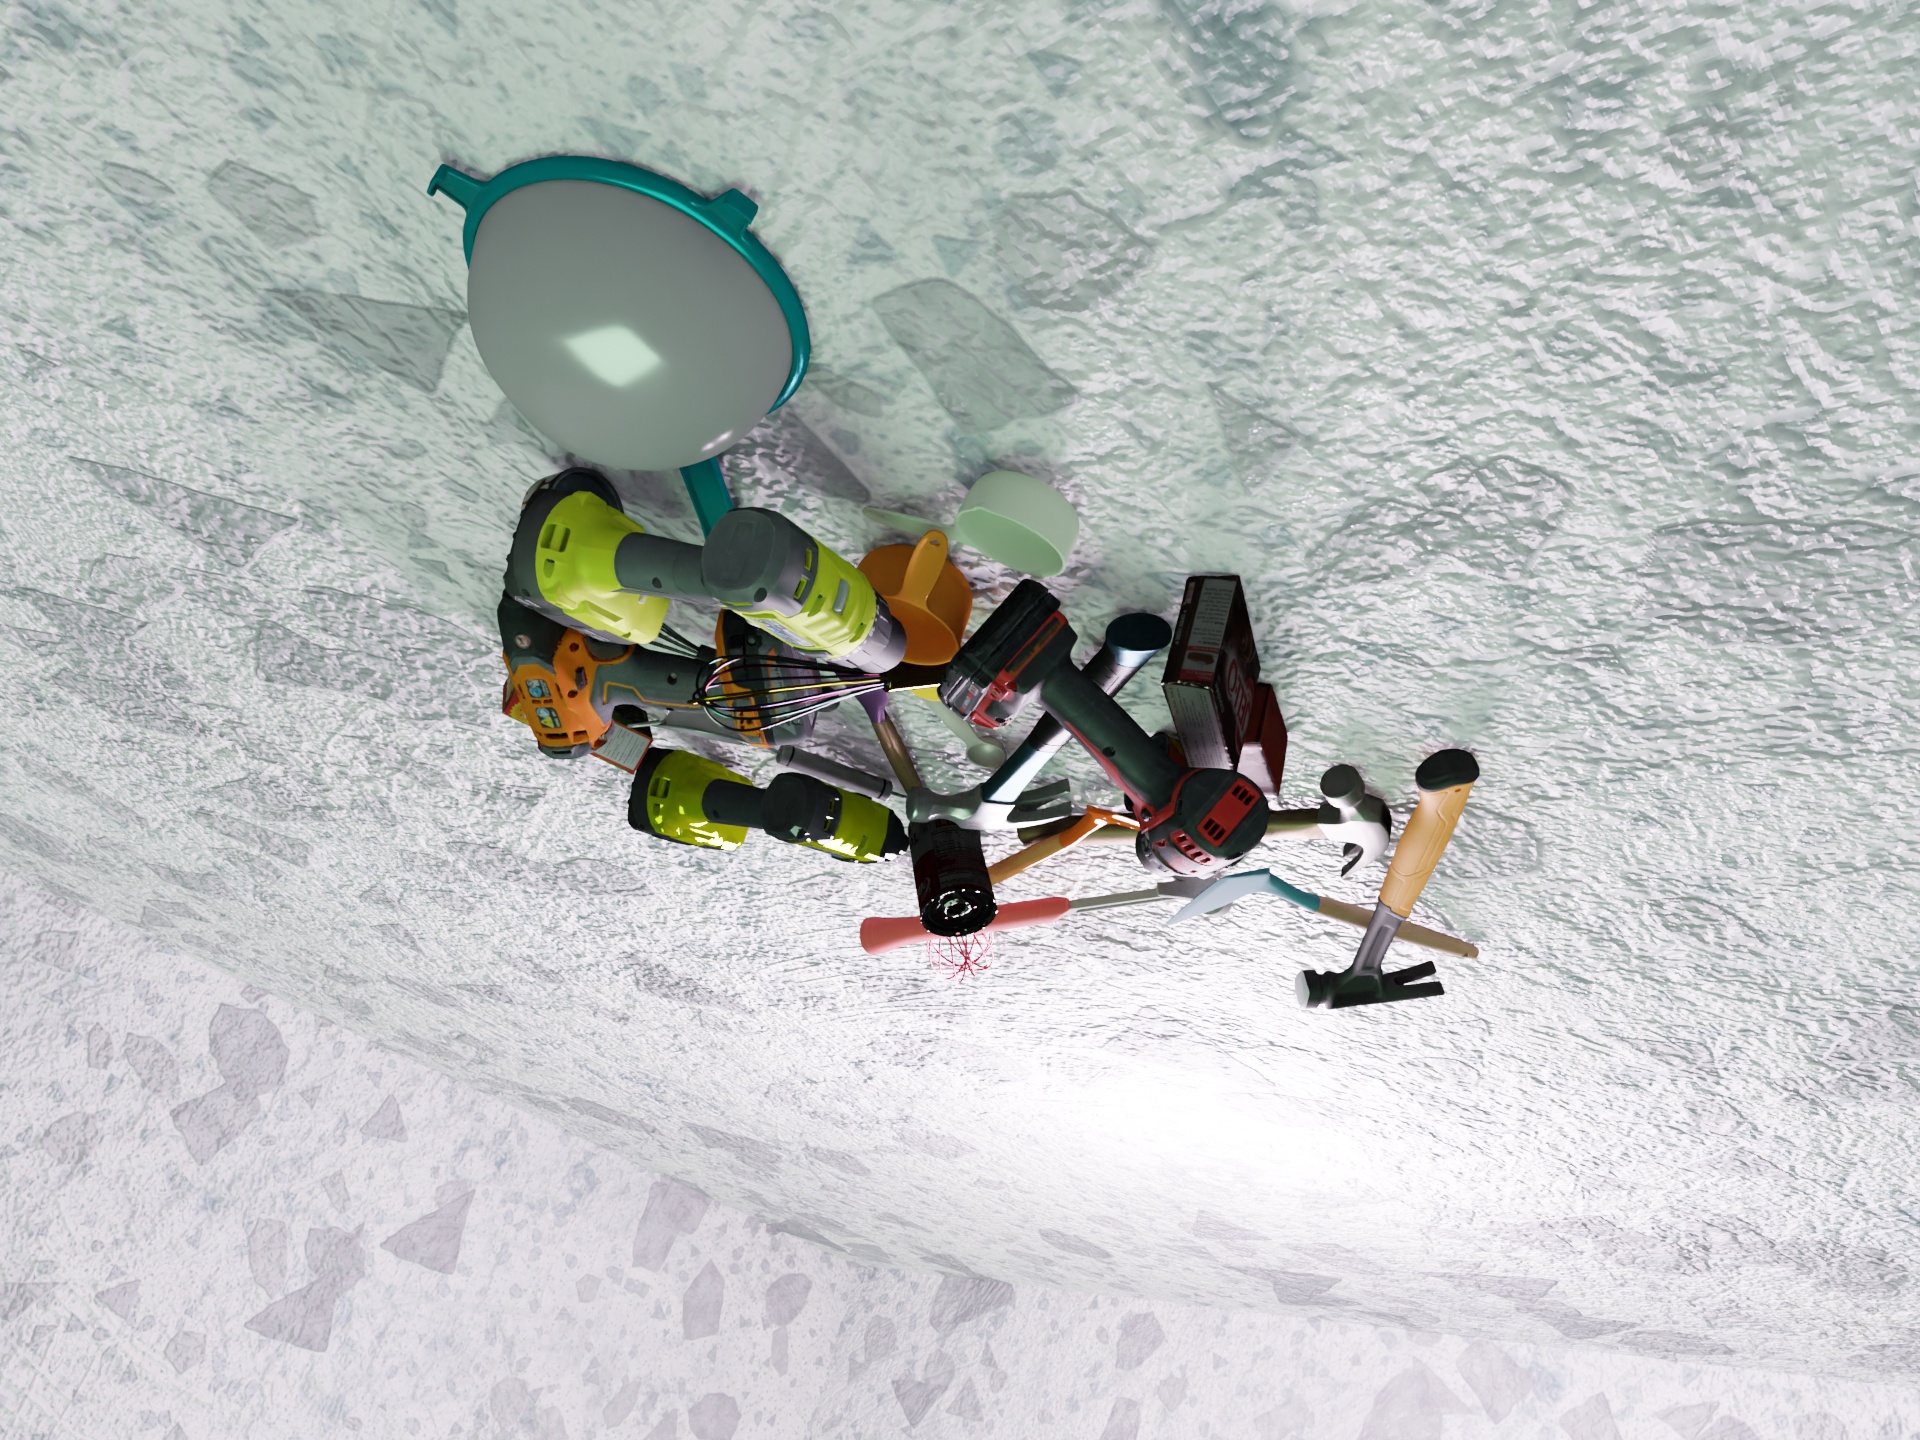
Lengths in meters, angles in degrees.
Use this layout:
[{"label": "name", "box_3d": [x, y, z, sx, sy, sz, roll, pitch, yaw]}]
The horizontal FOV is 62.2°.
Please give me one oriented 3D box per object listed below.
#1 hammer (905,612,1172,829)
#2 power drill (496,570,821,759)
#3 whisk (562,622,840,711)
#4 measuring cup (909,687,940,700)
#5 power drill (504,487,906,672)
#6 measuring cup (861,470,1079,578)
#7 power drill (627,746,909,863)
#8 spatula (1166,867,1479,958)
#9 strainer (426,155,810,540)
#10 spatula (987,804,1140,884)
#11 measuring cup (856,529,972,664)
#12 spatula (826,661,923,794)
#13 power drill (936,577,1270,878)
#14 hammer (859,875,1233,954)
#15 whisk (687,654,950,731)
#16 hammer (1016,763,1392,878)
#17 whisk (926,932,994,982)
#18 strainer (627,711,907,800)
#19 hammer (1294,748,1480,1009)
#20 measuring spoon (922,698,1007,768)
[{"label": "hammer", "box_3d": [0.069, 0.010, 1.215, 0.128, 0.033, 0.331, 7, 152, -19]}, {"label": "power drill", "box_3d": [-0.229, -0.050, 1.181, 0.226, 0.084, 0.164, -2, 131, 9]}, {"label": "whisk", "box_3d": [-0.208, -0.051, 1.268, 0.239, 0.055, 0.055, 19, 152, -15]}, {"label": "measuring cup", "box_3d": [-0.069, -0.053, 1.202, 0.156, 0.029, 0.062, 18, 152, -3]}, {"label": "power drill", "box_3d": [-0.158, -0.084, 1.032, 0.228, 0.080, 0.190, 9, 169, 27]}, {"label": "measuring cup", "box_3d": [0.004, -0.135, 1.021, 0.168, 0.038, 0.083, 16, 162, 39]}, {"label": "power drill", "box_3d": [-0.166, 0.083, 1.398, 0.223, 0.080, 0.171, 6, 169, 34]}, {"label": "spatula", "box_3d": [0.320, 0.171, 1.343, 0.317, 0.044, 0.082, 17, 137, -24]}, {"label": "strainer", "box_3d": [-0.192, -0.178, 0.970, 0.211, 0.095, 0.340, 9, 150, 13]}, {"label": "spatula", "box_3d": [0.076, 0.117, 1.359, 0.081, 0.041, 0.322, 20, 152, -24]}, {"label": "measuring cup", "box_3d": [-0.026, -0.100, 1.065, 0.095, 0.052, 0.173, 21, 153, -4]}, {"label": "spatula", "box_3d": [-0.064, 0.007, 1.301, 0.060, 0.018, 0.315, 26, 161, 23]}, {"label": "power drill", "box_3d": [0.094, 0.022, 1.071, 0.227, 0.080, 0.188, 41, 167, 3]}, {"label": "hammer", "box_3d": [0.057, 0.175, 1.452, 0.359, 0.037, 0.149, -12, 161, 29]}, {"label": "whisk", "box_3d": [-0.076, -0.029, 1.137, 0.245, 0.051, 0.047, -7, 150, -24]}, {"label": "hammer", "box_3d": [0.195, 0.089, 1.320, 0.331, 0.031, 0.129, -5, 145, 35]}, {"label": "whisk", "box_3d": [-0.014, 0.177, 1.566, 0.073, 0.073, 0.295, 8, 145, 15]}, {"label": "strainer", "box_3d": [-0.160, 0.025, 1.383, 0.258, 0.050, 0.087, 21, 172, -21]}, {"label": "hammer", "box_3d": [0.357, 0.133, 1.258, 0.127, 0.034, 0.336, -5, 142, -5]}, {"label": "measuring spoon", "box_3d": [-0.002, -0.004, 1.278, 0.034, 0.018, 0.124, -16, 132, 31]}]
